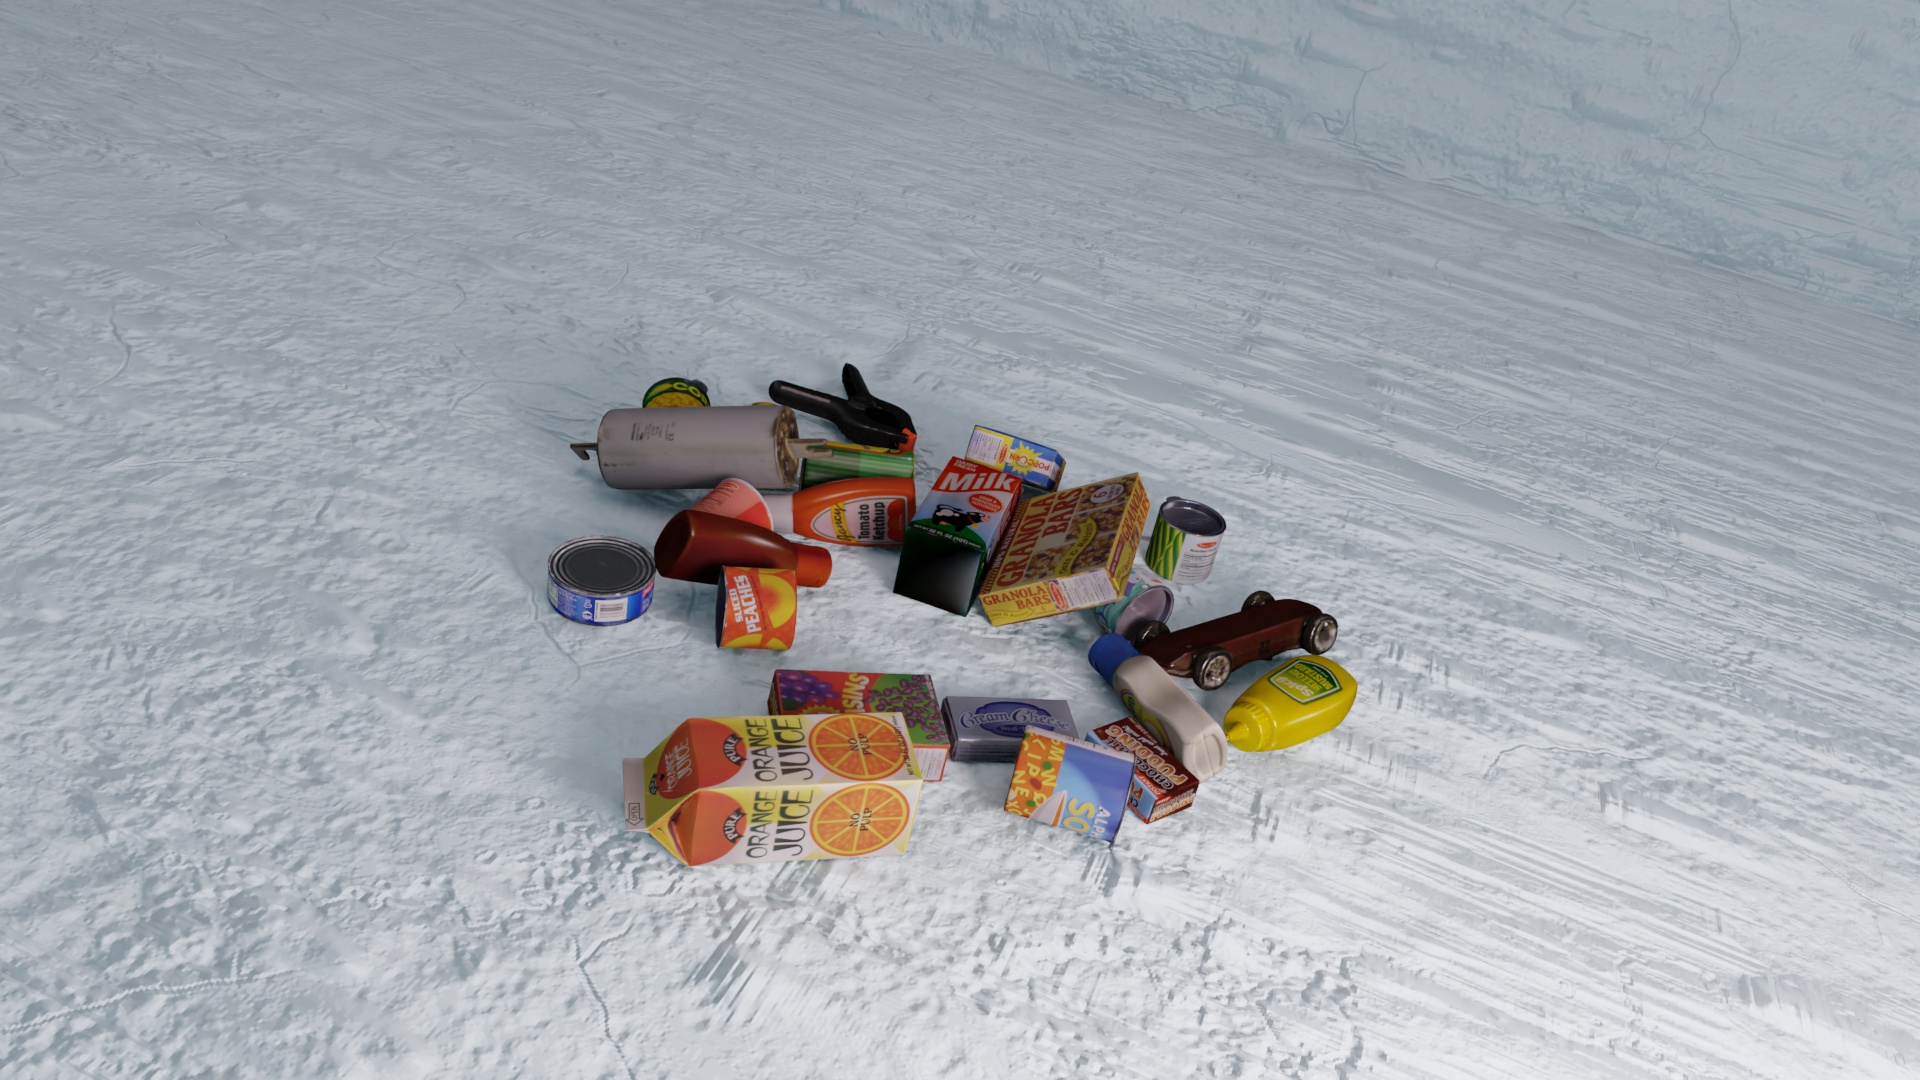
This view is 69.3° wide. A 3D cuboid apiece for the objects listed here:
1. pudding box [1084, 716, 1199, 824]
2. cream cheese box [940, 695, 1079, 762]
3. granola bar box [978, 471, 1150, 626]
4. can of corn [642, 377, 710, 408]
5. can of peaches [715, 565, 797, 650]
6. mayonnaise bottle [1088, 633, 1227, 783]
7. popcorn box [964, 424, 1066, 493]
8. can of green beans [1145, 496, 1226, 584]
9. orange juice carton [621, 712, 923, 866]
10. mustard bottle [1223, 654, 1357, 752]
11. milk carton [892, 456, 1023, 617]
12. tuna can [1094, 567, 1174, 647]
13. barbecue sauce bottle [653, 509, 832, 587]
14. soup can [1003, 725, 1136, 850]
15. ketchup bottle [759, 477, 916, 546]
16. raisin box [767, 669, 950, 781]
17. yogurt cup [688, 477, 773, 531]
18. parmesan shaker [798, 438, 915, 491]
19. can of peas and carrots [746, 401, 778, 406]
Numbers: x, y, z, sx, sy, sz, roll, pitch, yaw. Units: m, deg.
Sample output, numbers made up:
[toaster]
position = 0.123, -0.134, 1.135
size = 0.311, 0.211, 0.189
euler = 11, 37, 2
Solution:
[pudding box]
position = 0.136, 0.176, 1.067
size = 0.050, 0.030, 0.084
euler = -13, 40, -34
[cream cheese box]
position = 0.039, 0.148, 1.081
size = 0.104, 0.024, 0.053
euler = 4, 32, -15
[granola bar box]
position = 0.097, 0.007, 1.249
size = 0.124, 0.039, 0.166
euler = -13, 26, 25
[can of corn]
position = -0.274, -0.117, 1.342
size = 0.071, 0.070, 0.058
euler = 5, 33, -13
[can of peaches]
position = -0.164, 0.054, 1.112
size = 0.058, 0.071, 0.071
euler = 4, 33, -16
[mayonnaise bottle]
position = 0.157, 0.129, 1.122
size = 0.041, 0.064, 0.148
euler = -30, 41, -12
[popcorn box]
position = 0.056, -0.080, 1.382
size = 0.085, 0.038, 0.127
euler = 18, 1, 8
[can of green beans]
position = 0.218, 0.001, 1.348
size = 0.071, 0.057, 0.071
euler = 9, 32, -6
[orange juice carton]
position = -0.130, 0.168, 0.942
size = 0.193, 0.072, 0.072
euler = 1, 34, -18
[mustard bottle]
position = 0.264, 0.142, 1.150
size = 0.161, 0.048, 0.065
euler = -18, 41, -40
[milk carton]
position = 0.005, -0.016, 1.282
size = 0.072, 0.073, 0.191
euler = 18, 31, 7
[tuna can]
position = 0.151, 0.061, 1.225
size = 0.071, 0.070, 0.033
euler = -11, 38, -34
[barbecue sauce bottle]
position = -0.177, 0.013, 1.162
size = 0.148, 0.064, 0.044
euler = 12, 45, -40
[soup can]
position = 0.079, 0.179, 1.010
size = 0.084, 0.071, 0.072
euler = 15, 31, 5
[ketchup bottle]
position = -0.116, -0.026, 1.268
size = 0.149, 0.064, 0.044
euler = -1, 30, -6
[raisin box]
position = -0.078, 0.138, 1.040
size = 0.123, 0.039, 0.086
euler = 4, 33, -17
[yogurt cup]
position = -0.205, -0.014, 1.212
size = 0.072, 0.072, 0.054
euler = 29, 43, 24
[parmesan shaker]
position = -0.099, -0.059, 1.314
size = 0.103, 0.071, 0.071
euler = 7, 32, -10
[can of peas and carrots]
position = -0.188, -0.091, 1.340
size = 0.071, 0.070, 0.059
euler = 7, 31, -10
